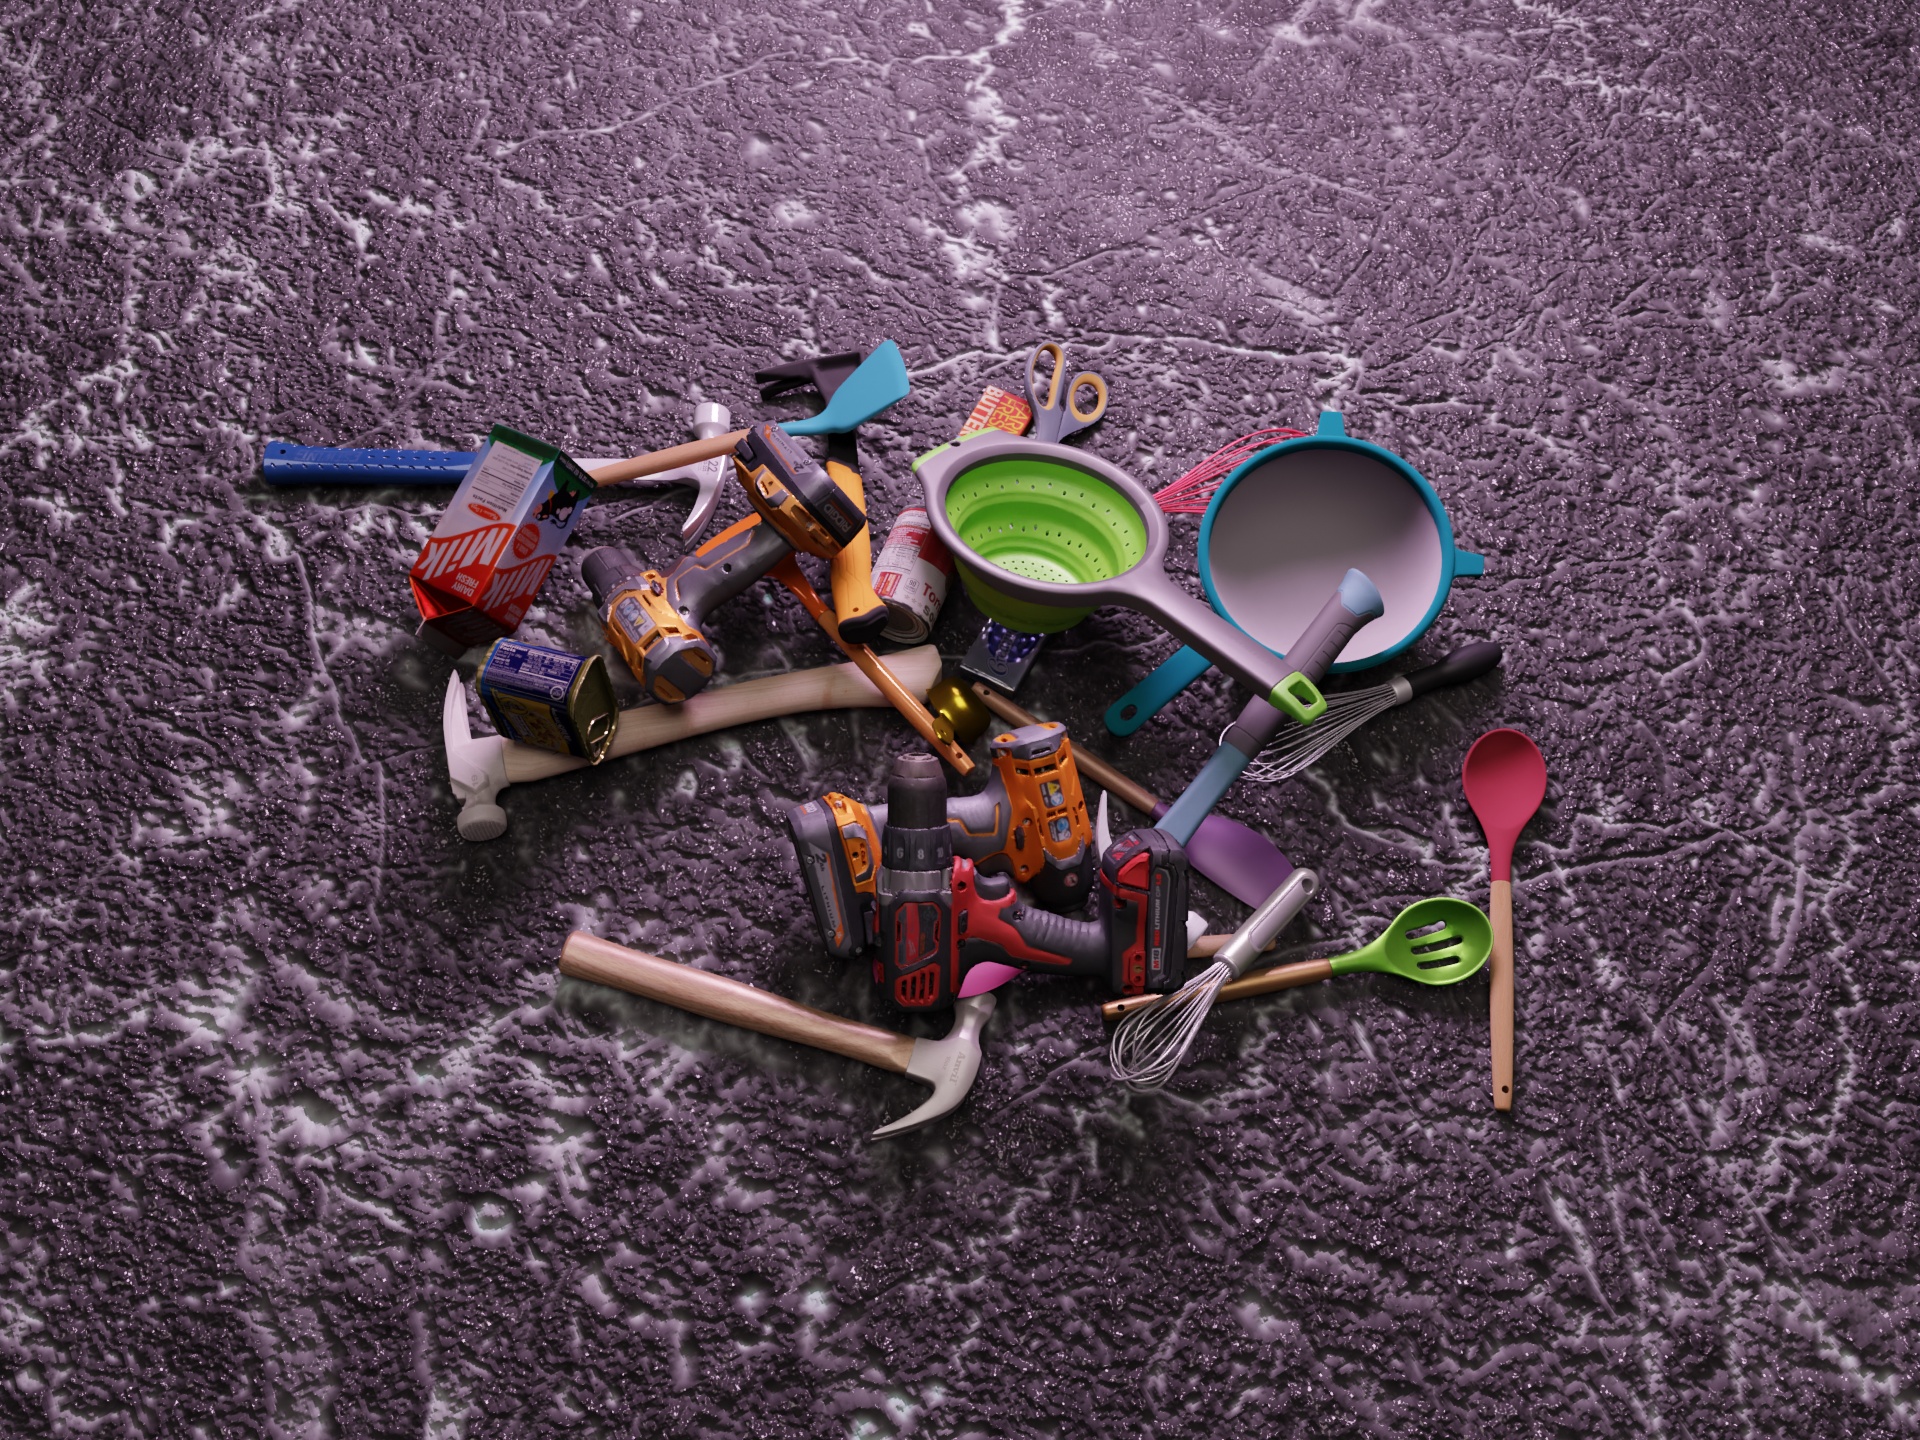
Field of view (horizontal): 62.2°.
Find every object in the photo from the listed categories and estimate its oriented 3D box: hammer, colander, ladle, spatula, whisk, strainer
[{"bbox_3d":[-0.413,-0.222,1.422,0.405,0.035,0.144,1,63,-2],"label":"hammer"},{"bbox_3d":[0.122,-0.093,1.296,0.397,0.094,0.204,39,49,25],"label":"colander"},{"bbox_3d":[0.434,0.155,1.272,0.069,0.031,0.316,7,65,4],"label":"ladle"},{"bbox_3d":[0.228,0.015,1.260,0.128,0.033,0.331,38,80,8],"label":"hammer"},{"bbox_3d":[-0.198,-0.252,1.385,0.317,0.044,0.082,-16,50,-2],"label":"spatula"},{"bbox_3d":[-0.219,-0.013,1.326,0.410,0.038,0.146,-13,63,-9],"label":"hammer"},{"bbox_3d":[0.188,-0.196,1.422,0.296,0.073,0.073,-17,65,-5],"label":"whisk"},{"bbox_3d":[0.140,0.056,1.314,0.316,0.018,0.060,33,65,12],"label":"spatula"},{"bbox_3d":[0.341,-0.013,1.340,0.284,0.070,0.070,-20,66,-17],"label":"whisk"},{"bbox_3d":[0.259,-0.090,1.360,0.340,0.095,0.211,-39,75,-4],"label":"strainer"},{"bbox_3d":[-0.108,-0.199,1.380,0.127,0.034,0.337,-9,52,1],"label":"hammer"},{"bbox_3d":[0.198,0.192,1.209,0.246,0.059,0.057,-40,100,-28],"label":"whisk"},{"bbox_3d":[-0.098,-0.067,1.329,0.081,0.041,0.323,-36,70,-21],"label":"spatula"},{"bbox_3d":[-0.147,0.225,1.211,0.331,0.031,0.130,15,63,6],"label":"hammer"}]

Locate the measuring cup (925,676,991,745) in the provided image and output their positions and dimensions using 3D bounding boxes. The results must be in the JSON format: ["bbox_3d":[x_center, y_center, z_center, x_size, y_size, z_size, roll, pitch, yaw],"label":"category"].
[{"bbox_3d":[-0.002,-0.004,1.268,0.029,0.156,0.062,-40,94,8],"label":"measuring cup"}]

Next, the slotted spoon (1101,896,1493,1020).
[{"bbox_3d":[0.263,0.197,1.244,0.313,0.031,0.070,-11,64,-5],"label":"slotted spoon"}]

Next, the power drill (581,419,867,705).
[{"bbox_3d":[-0.209,-0.141,1.316,0.226,0.084,0.186,-44,50,1],"label":"power drill"}]

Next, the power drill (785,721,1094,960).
[{"bbox_3d":[-0.006,0.108,1.232,0.226,0.084,0.164,-17,99,-10],"label":"power drill"}]

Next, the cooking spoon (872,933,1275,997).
[{"bbox_3d":[0.091,0.183,1.236,0.319,0.017,0.069,-3,28,-9],"label":"cooking spoon"}]

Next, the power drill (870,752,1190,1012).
[{"bbox_3d":[0.048,0.117,1.161,0.226,0.080,0.188,0,97,-5],"label":"power drill"}]
